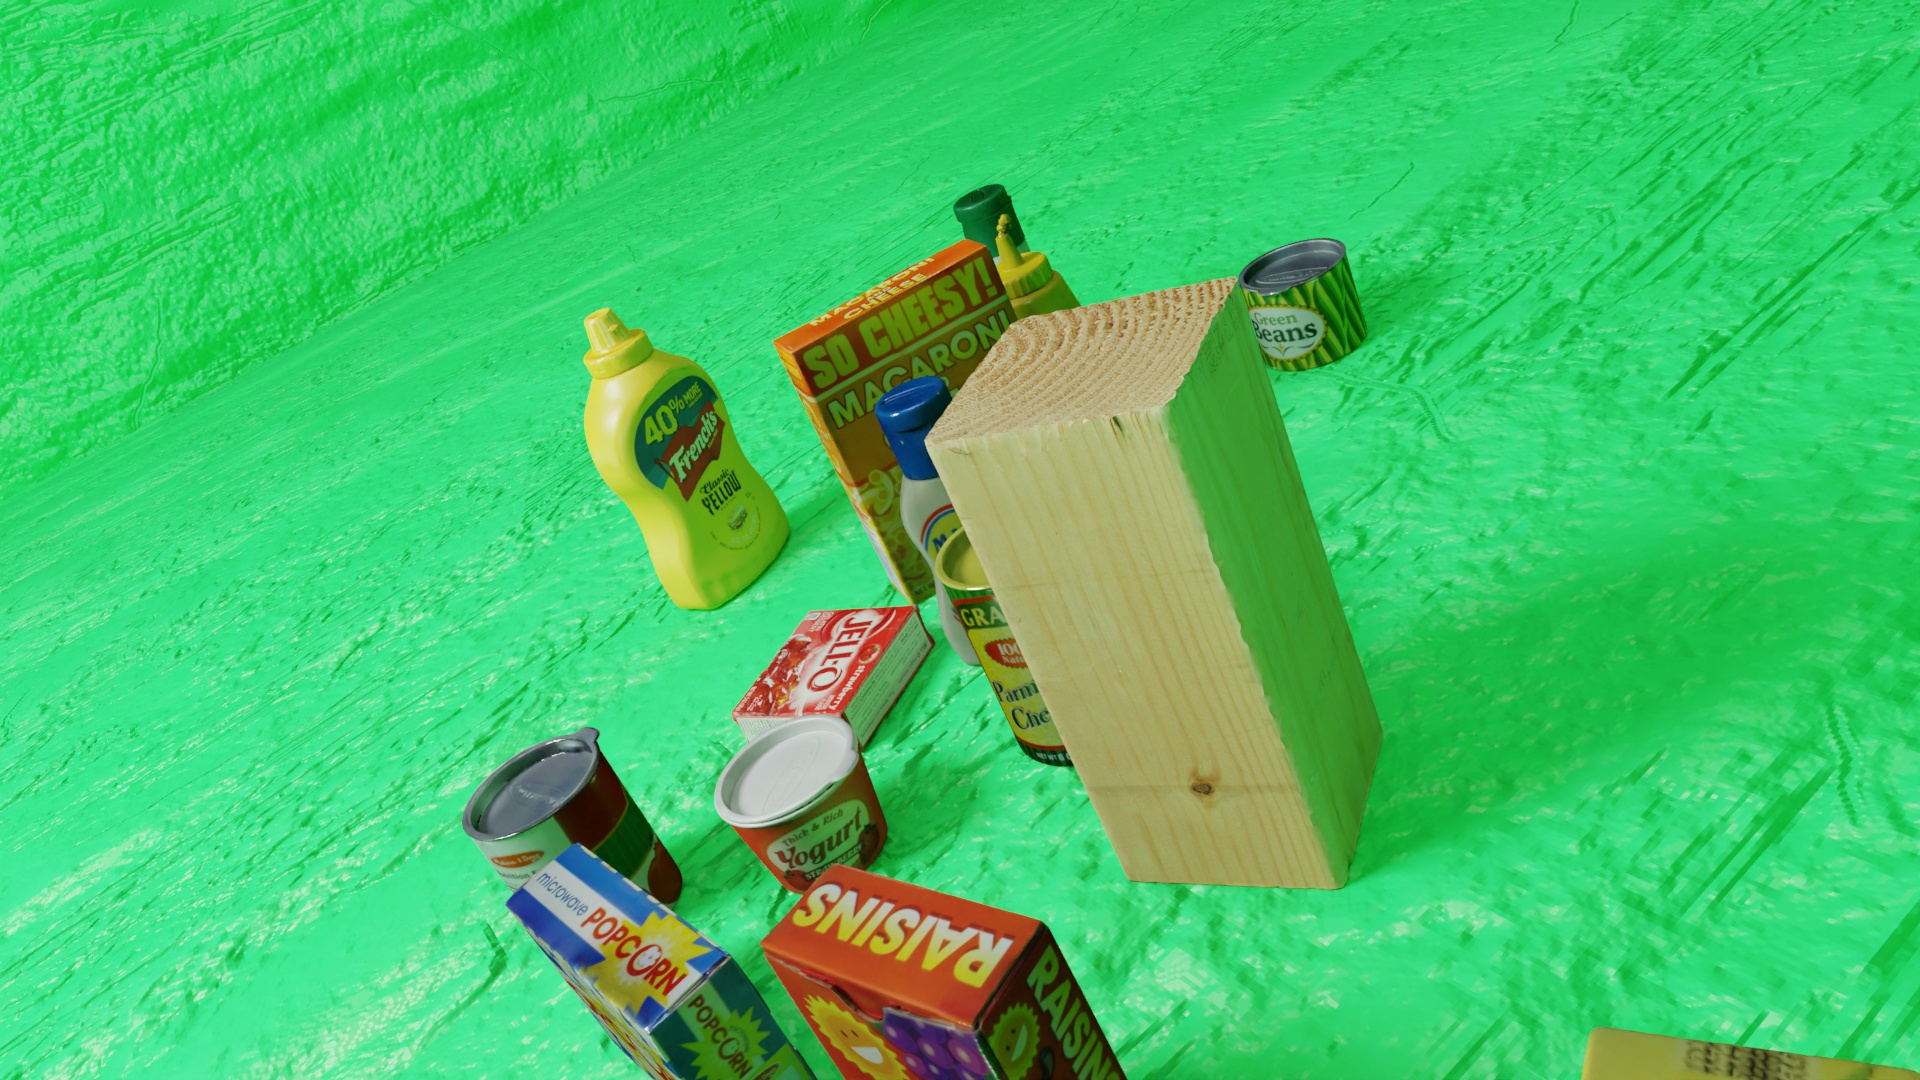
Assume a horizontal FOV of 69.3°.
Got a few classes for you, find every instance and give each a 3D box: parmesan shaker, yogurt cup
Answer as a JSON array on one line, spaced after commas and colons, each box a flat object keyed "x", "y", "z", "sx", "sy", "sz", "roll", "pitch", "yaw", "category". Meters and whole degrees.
[{"x": 0.041, "y": 0.041, "z": 0.613, "sx": 0.071, "sy": 0.102, "sz": 0.071, "roll": -19, "pitch": 28, "yaw": 11, "category": "parmesan shaker"}, {"x": -0.067, "y": 0.119, "z": 0.615, "sx": 0.072, "sy": 0.053, "sz": 0.073, "roll": -19, "pitch": 28, "yaw": 11, "category": "yogurt cup"}]

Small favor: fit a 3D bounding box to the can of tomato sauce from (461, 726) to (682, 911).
[{"x": -0.173, "y": 0.139, "z": 0.632, "sx": 0.071, "sy": 0.082, "sz": 0.071, "roll": -19, "pitch": 28, "yaw": 11, "category": "can of tomato sauce"}]

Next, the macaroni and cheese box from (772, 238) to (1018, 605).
[{"x": -0.013, "y": -0.065, "z": 0.773, "sx": 0.124, "sy": 0.165, "sz": 0.040, "roll": -31, "pitch": 28, "yaw": -12, "category": "macaroni and cheese box"}]

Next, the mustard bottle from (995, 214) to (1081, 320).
[{"x": 0.048, "y": -0.118, "z": 0.826, "sx": 0.065, "sy": 0.159, "sz": 0.049, "roll": 7, "pitch": 40, "yaw": 45, "category": "mustard bottle"}]

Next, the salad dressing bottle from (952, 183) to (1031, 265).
[{"x": 0.039, "y": -0.163, "z": 0.925, "sx": 0.044, "sy": 0.147, "sz": 0.064, "roll": -20, "pitch": 27, "yaw": 9, "category": "salad dressing bottle"}]

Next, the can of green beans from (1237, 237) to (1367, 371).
[{"x": 0.211, "y": -0.145, "z": 0.853, "sx": 0.071, "sy": 0.057, "sz": 0.071, "roll": -19, "pitch": 28, "yaw": 11, "category": "can of green beans"}]

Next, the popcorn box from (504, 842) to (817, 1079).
[{"x": -0.112, "y": 0.173, "z": 0.522, "sx": 0.038, "sy": 0.085, "sz": 0.127, "roll": -40, "pitch": 31, "yaw": -27, "category": "popcorn box"}]

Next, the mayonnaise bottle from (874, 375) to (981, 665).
[{"x": 0.002, "y": -0.009, "z": 0.682, "sx": 0.065, "sy": 0.147, "sz": 0.041, "roll": -18, "pitch": 28, "yaw": 13, "category": "mayonnaise bottle"}]

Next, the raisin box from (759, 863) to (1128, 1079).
[{"x": 0.004, "y": 0.159, "z": 0.413, "sx": 0.086, "sy": 0.123, "sz": 0.040, "roll": 3, "pitch": 38, "yaw": 42, "category": "raisin box"}]
